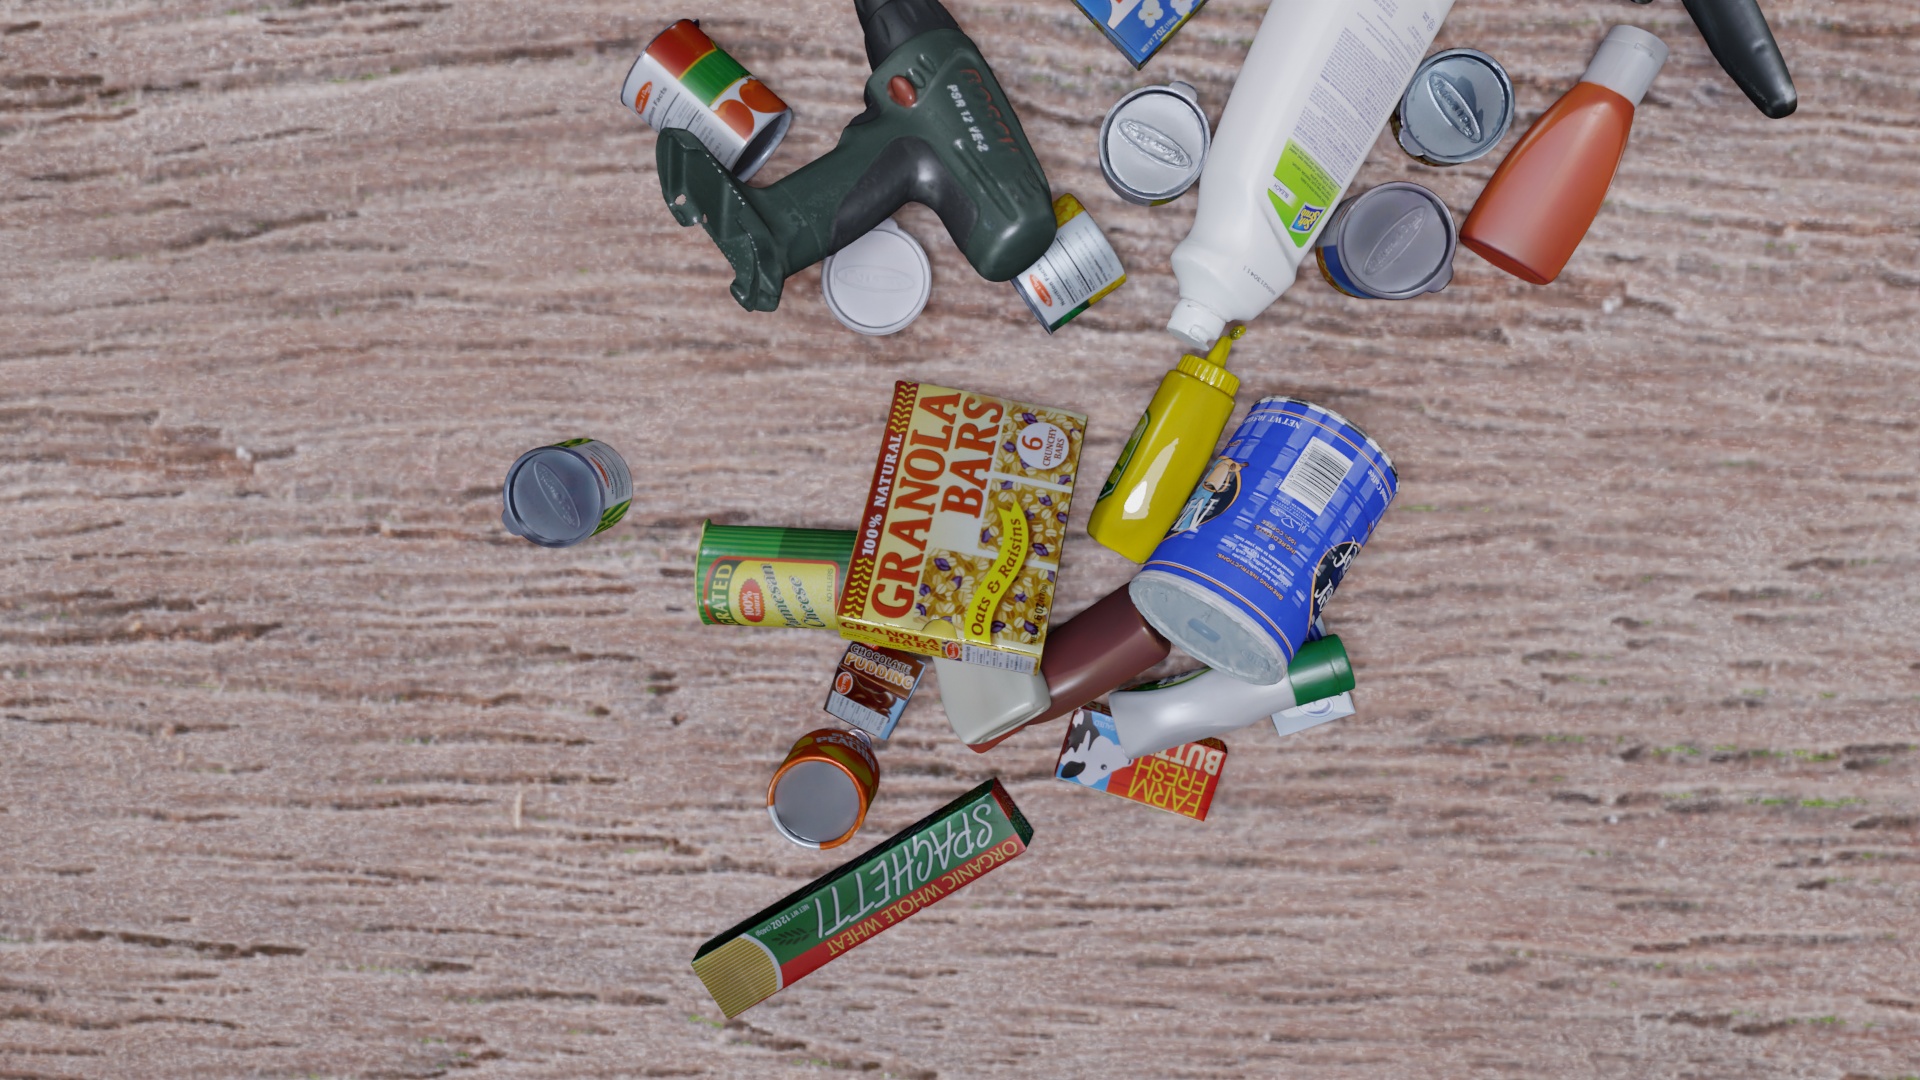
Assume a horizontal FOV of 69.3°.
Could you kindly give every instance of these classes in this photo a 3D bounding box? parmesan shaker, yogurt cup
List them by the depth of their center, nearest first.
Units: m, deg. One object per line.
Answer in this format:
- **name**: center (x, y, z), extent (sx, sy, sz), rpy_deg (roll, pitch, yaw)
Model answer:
- **yogurt cup**: center (-0.049, -0.163, 0.868), extent (0.072, 0.054, 0.072), rpy_deg (1, 99, 5)
- **parmesan shaker**: center (-0.113, 0.022, 0.895), extent (0.103, 0.071, 0.071), rpy_deg (2, 99, 5)

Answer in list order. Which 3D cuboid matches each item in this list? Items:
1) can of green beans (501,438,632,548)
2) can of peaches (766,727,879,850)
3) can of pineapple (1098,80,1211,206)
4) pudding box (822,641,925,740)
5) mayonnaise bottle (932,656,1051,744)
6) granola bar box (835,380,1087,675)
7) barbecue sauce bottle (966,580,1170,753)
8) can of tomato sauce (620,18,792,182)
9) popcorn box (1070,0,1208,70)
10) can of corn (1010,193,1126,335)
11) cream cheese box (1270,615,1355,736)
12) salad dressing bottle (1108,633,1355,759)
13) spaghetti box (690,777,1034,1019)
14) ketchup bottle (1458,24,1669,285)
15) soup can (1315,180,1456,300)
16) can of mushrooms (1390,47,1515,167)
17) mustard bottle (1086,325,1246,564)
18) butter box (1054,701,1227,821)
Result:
- **can of green beans**: center (-0.255, -0.032, 0.905), extent (0.071, 0.058, 0.071), rpy_deg (1, 99, 5)
- **can of peaches**: center (-0.089, 0.162, 0.921), extent (0.071, 0.058, 0.071), rpy_deg (1, 99, 6)
- **can of pineapple**: center (0.118, -0.238, 0.840), extent (0.071, 0.058, 0.071), rpy_deg (1, 99, 5)
- **pudding box**: center (-0.056, 0.095, 0.896), extent (0.050, 0.083, 0.030), rpy_deg (27, 61, 2)
- **mayonnaise bottle**: center (0.001, 0.051, 0.878), extent (0.064, 0.041, 0.148), rpy_deg (-31, 71, 20)
- **granola bar box**: center (0.003, -0.011, 0.853), extent (0.124, 0.039, 0.166), rpy_deg (11, 66, 4)
- **barbecue sauce bottle**: center (0.063, 0.086, 0.895), extent (0.148, 0.065, 0.043), rpy_deg (-34, 114, 18)
- **can of tomato sauce**: center (-0.154, -0.269, 0.857), extent (0.083, 0.071, 0.071), rpy_deg (41, 100, -2)
- **popcorn box**: center (0.123, -0.359, 0.831), extent (0.085, 0.038, 0.126), rpy_deg (45, 100, -4)
- **can of corn**: center (0.060, -0.170, 0.852), extent (0.058, 0.071, 0.071), rpy_deg (-35, 95, 5)
- **cream cheese box**: center (0.212, 0.070, 0.896), extent (0.053, 0.024, 0.103), rpy_deg (-21, 96, 9)
- **salad dressing bottle**: center (0.168, 0.096, 0.866), extent (0.147, 0.064, 0.044), rpy_deg (-17, 78, 7)
- **spaghetti box**: center (-0.068, 0.244, 0.946), extent (0.250, 0.029, 0.050), rpy_deg (-32, 96, 9)
- **ketchup bottle**: center (0.363, -0.230, 0.826), extent (0.065, 0.043, 0.148), rpy_deg (30, 100, -1)
- **soup can**: center (0.252, -0.174, 0.824), extent (0.071, 0.084, 0.071), rpy_deg (1, 100, 5)
- **can of mushrooms**: center (0.292, -0.257, 0.834), extent (0.071, 0.033, 0.071), rpy_deg (1, 99, 4)
- **mustard bottle**: center (0.133, -0.064, 0.865), extent (0.049, 0.065, 0.160), rpy_deg (27, 94, -4)
- **butter box**: center (0.119, 0.145, 0.916), extent (0.103, 0.024, 0.053), rpy_deg (16, 101, 3)
